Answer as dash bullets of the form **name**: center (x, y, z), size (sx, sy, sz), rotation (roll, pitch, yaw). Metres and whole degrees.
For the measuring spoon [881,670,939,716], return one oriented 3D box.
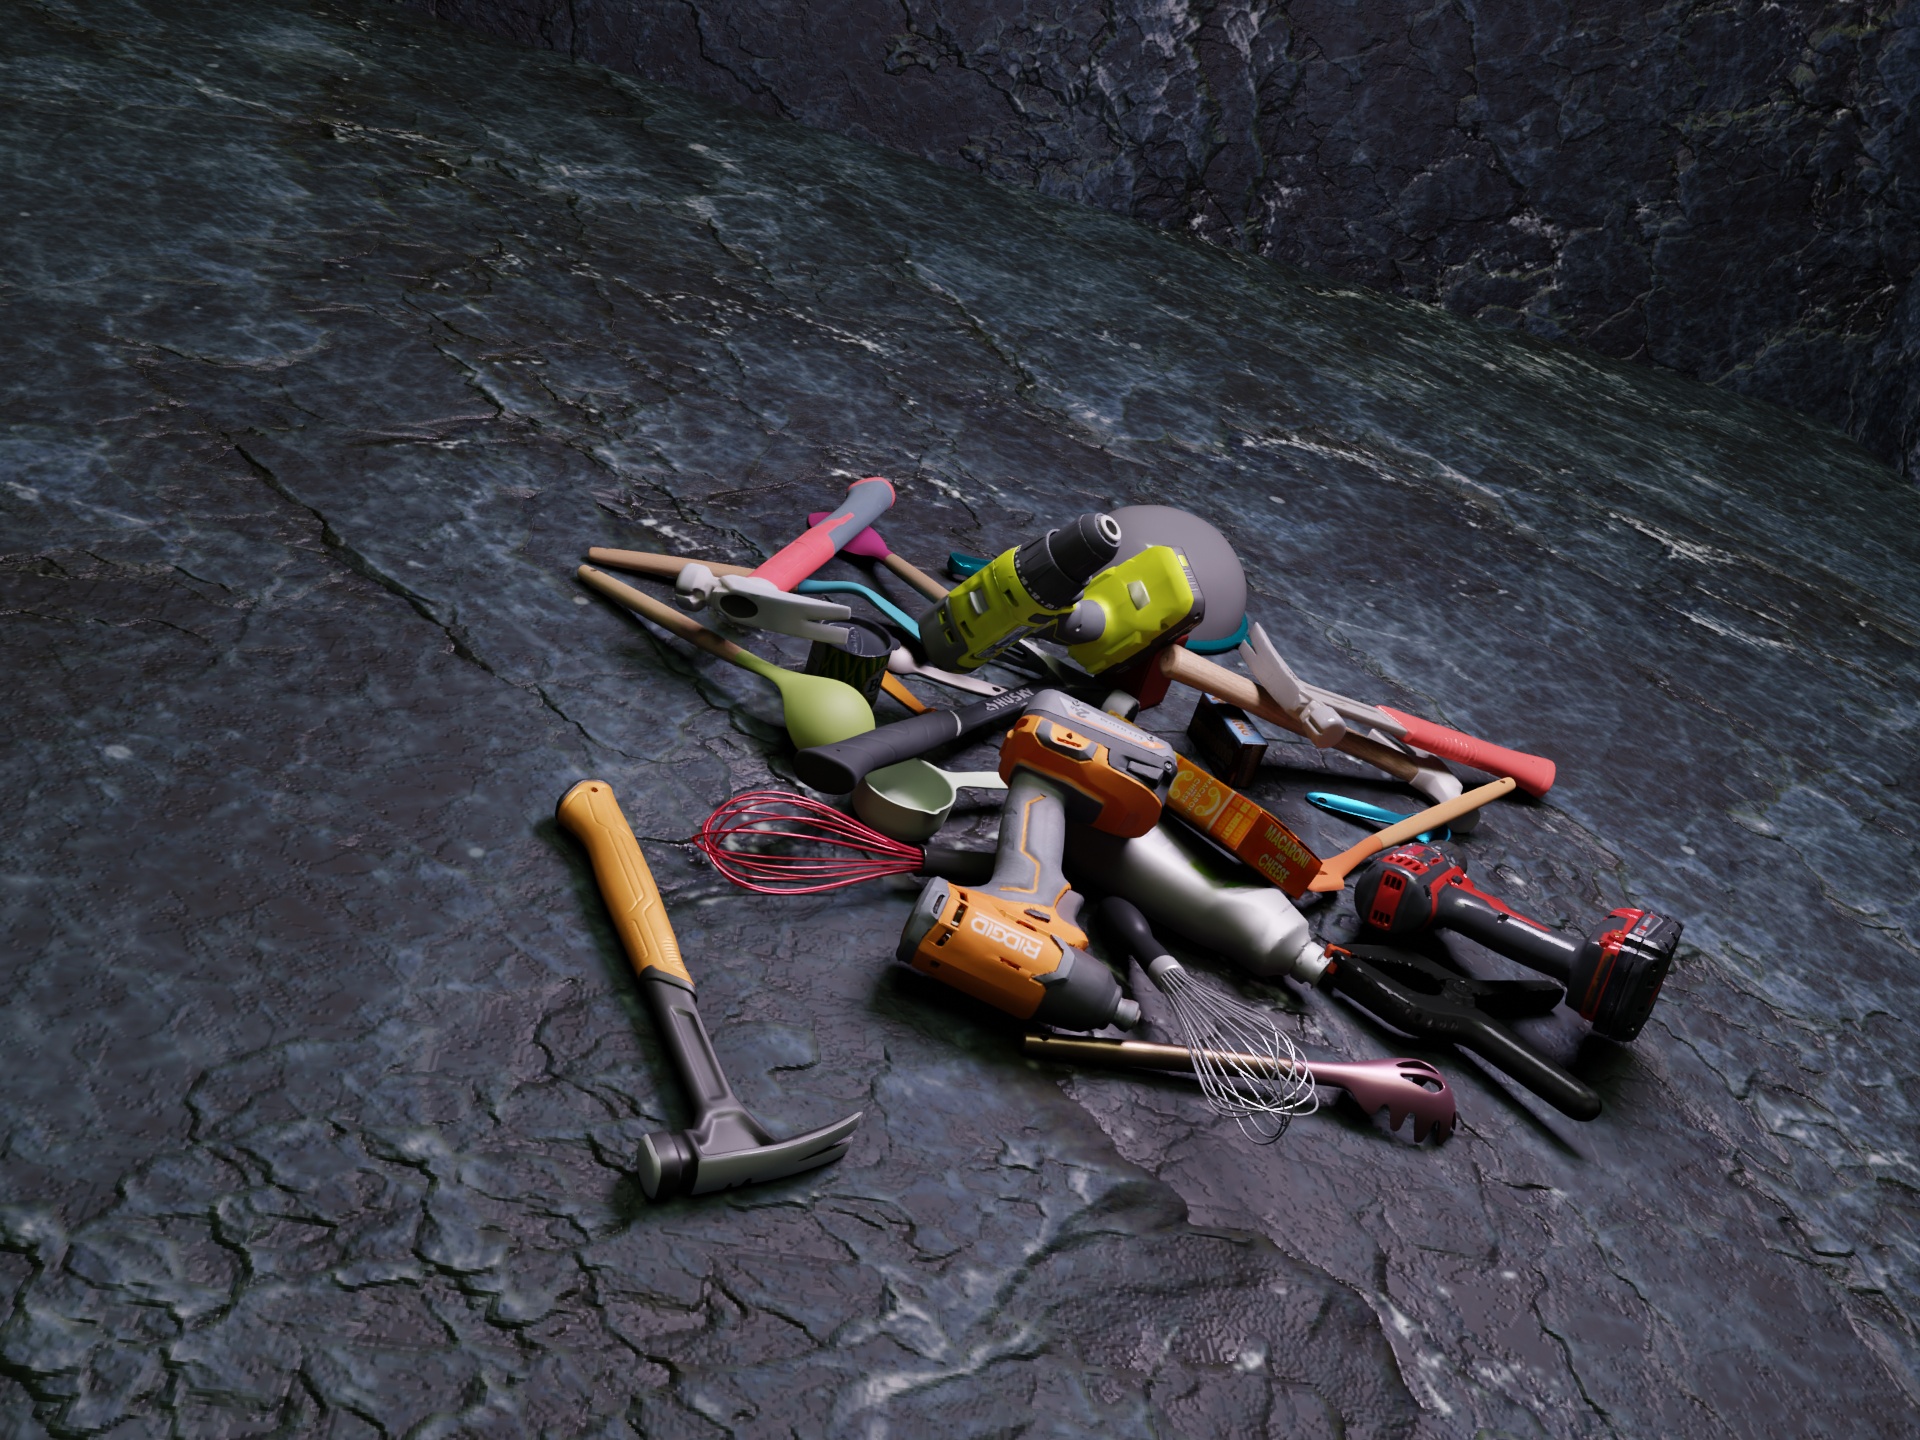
- **measuring spoon**: center (-0.056, -0.032, 1.362), size (0.021, 0.011, 0.117), rotation (-15, 45, -44)

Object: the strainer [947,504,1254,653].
- **strainer**: center (0.154, -0.169, 1.615), size (0.340, 0.095, 0.211), rotation (6, 34, -24)

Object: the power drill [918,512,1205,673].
- **power drill**: center (0.101, -0.103, 1.312), size (0.228, 0.190, 0.080), rotation (0, 63, -50)

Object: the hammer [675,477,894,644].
- **hammer**: center (-0.112, -0.154, 1.421), size (0.143, 0.038, 0.386), rotation (14, 24, 10)

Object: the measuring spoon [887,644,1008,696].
- **measuring spoon**: center (-0.012, -0.044, 1.400), size (0.124, 0.018, 0.034), rotation (17, 31, -6)

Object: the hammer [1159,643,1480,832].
- **hammer**: center (0.318, 0.003, 1.432), size (0.331, 0.031, 0.130), rotation (22, 26, -23)

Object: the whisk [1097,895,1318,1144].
- **whisk**: center (0.150, 0.186, 1.057), size (0.070, 0.070, 0.285), rotation (7, 17, -21)

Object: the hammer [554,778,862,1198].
- **hammer**: center (-0.181, 0.148, 0.988), size (0.127, 0.034, 0.337), rotation (-2, 37, -31)

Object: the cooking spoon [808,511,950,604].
- **cooking spoon**: center (-0.052, -0.140, 1.491), size (0.068, 0.017, 0.319), rotation (-5, 29, -35)

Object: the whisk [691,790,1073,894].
- **whisk**: center (-0.047, 0.097, 1.122), size (0.295, 0.073, 0.073), rotation (9, 32, -27)

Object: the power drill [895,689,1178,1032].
- **power drill**: center (0.071, 0.103, 1.091), size (0.164, 0.084, 0.227), rotation (25, 54, 3)

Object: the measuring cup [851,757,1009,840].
- **measuring cup**: center (-0.010, 0.060, 1.224), size (0.167, 0.038, 0.083), rotation (1, 33, -38)

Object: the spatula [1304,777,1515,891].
- **spatula**: center (0.372, 0.091, 1.355), size (0.322, 0.041, 0.081), rotation (-17, 36, -33)

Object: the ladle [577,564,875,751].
- **ladle**: center (-0.200, -0.050, 1.296), size (0.320, 0.062, 0.078), rotation (28, 31, 26)

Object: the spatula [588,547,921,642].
- **spatula**: center (-0.171, -0.112, 1.407), size (0.317, 0.044, 0.082), rotation (9, 14, -5)

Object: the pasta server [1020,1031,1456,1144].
- **pasta server**: center (0.192, 0.237, 1.067), size (0.316, 0.040, 0.060), rotation (8, 32, -11)

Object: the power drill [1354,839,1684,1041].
- **power drill**: center (0.437, 0.155, 1.250), size (0.227, 0.080, 0.188), rotation (22, 16, 28)

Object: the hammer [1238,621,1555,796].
- **hammer**: center (0.417, 0.006, 1.465), size (0.358, 0.036, 0.149), rotation (16, 29, -32)

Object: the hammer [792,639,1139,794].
- **hammer**: center (-0.002, -0.004, 1.274), size (0.149, 0.036, 0.409), rotation (33, 25, 21)

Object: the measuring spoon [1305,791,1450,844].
- **measuring spoon**: center (0.367, 0.090, 1.409), size (0.128, 0.021, 0.042), rotation (16, 37, 12)
